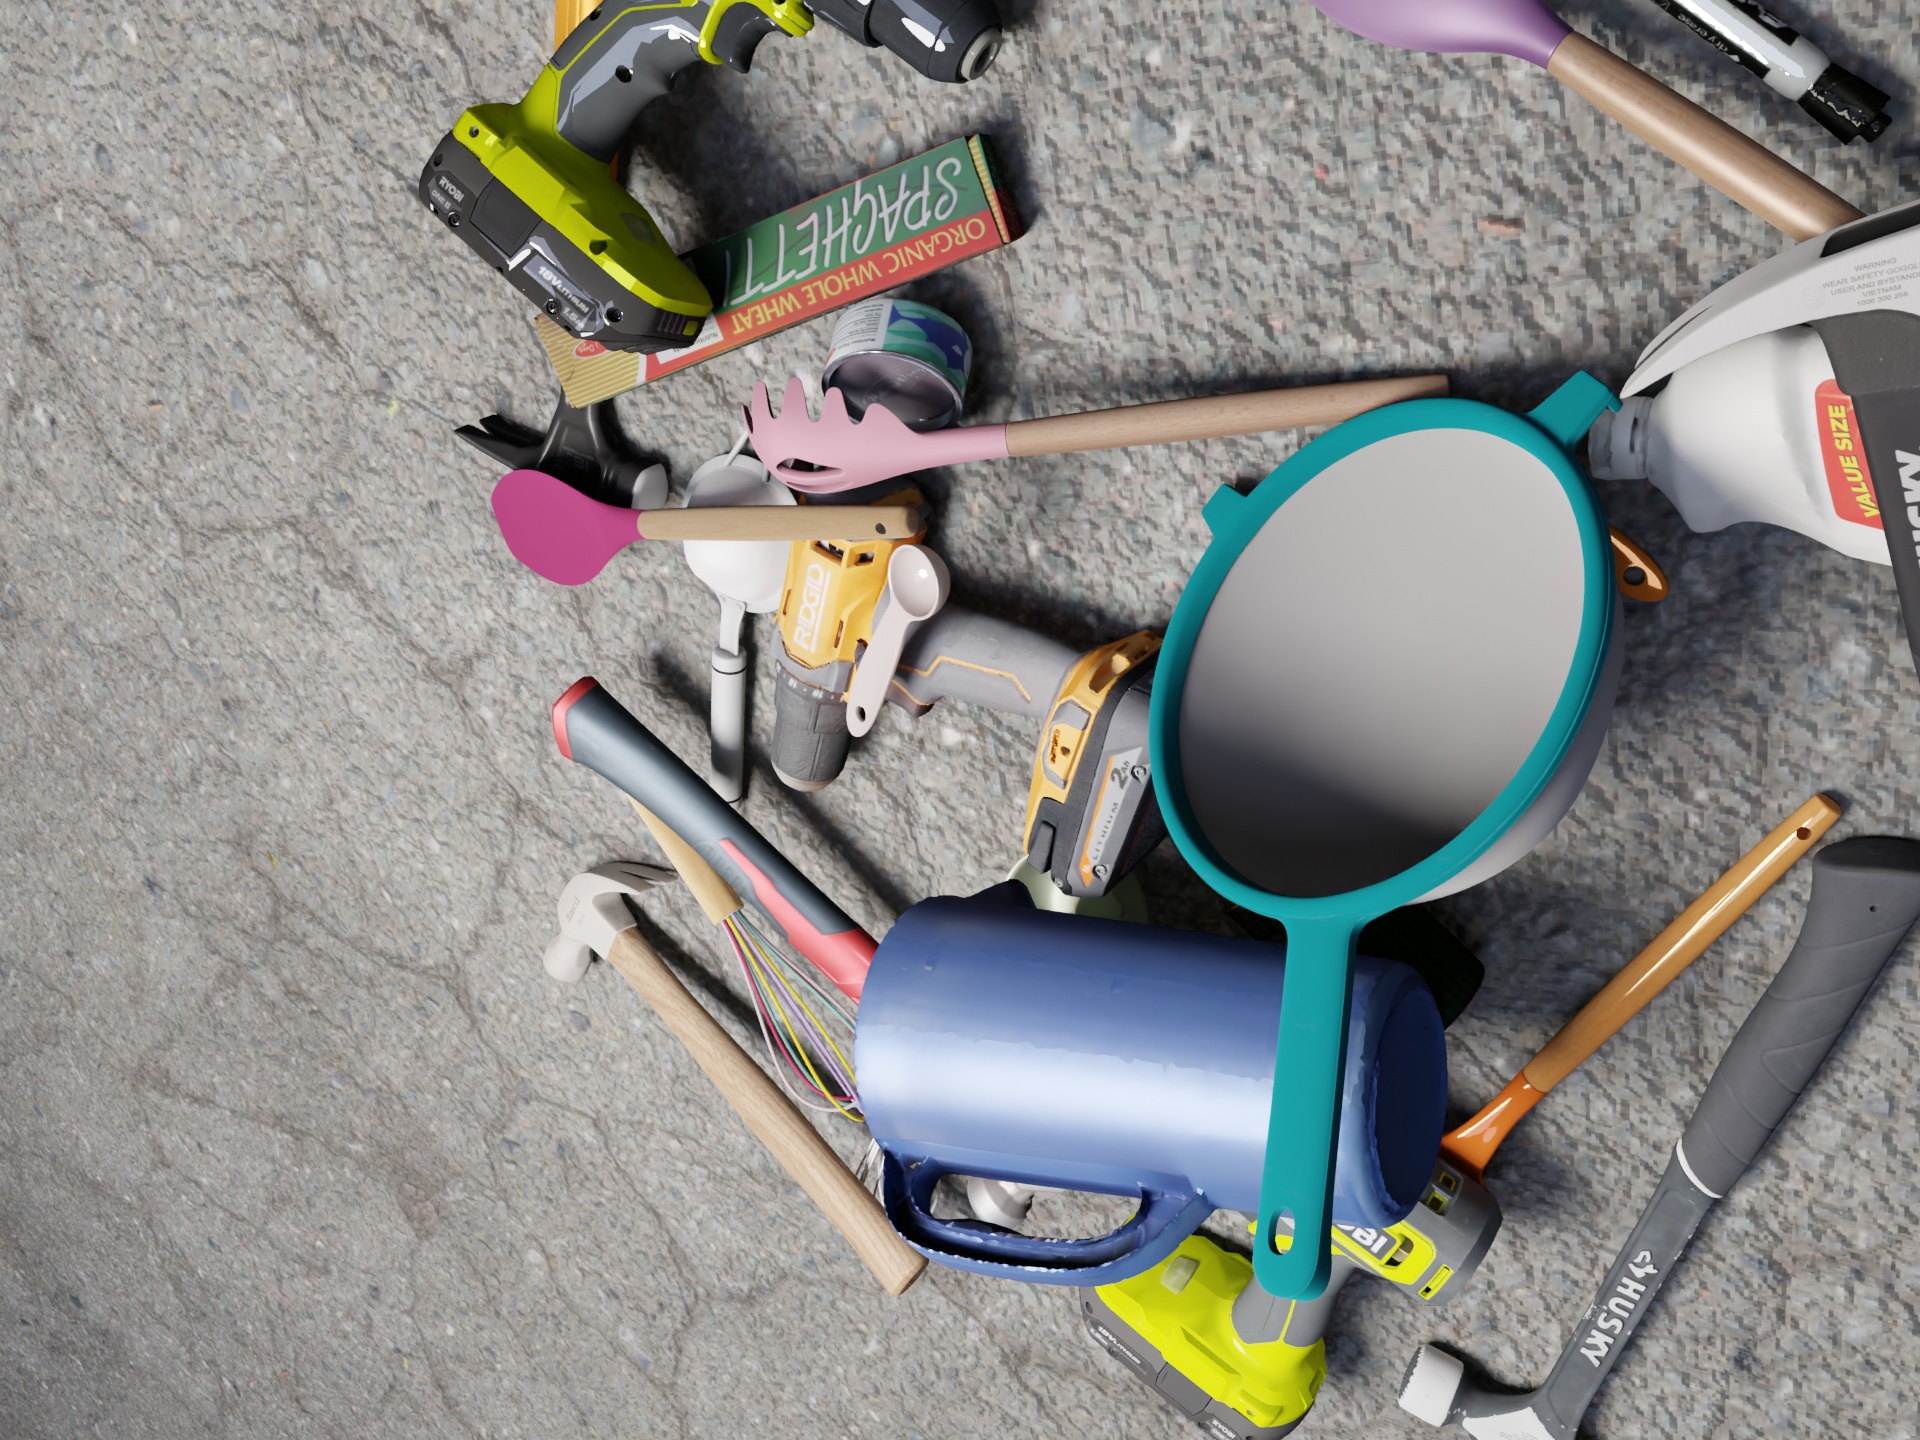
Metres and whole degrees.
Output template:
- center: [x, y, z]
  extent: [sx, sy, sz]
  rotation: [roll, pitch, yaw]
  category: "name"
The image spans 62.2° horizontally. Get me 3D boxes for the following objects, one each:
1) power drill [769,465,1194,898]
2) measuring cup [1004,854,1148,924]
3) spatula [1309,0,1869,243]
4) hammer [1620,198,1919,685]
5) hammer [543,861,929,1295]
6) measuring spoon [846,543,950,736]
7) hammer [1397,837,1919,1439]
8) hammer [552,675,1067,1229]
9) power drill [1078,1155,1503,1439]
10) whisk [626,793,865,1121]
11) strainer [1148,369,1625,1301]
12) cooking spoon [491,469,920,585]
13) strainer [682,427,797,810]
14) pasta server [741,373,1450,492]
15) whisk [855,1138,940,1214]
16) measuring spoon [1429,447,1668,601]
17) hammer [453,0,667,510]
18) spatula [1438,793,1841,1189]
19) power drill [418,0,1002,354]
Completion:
- center: [-0.001, -0.003, 0.790]
  extent: [0.226, 0.084, 0.185]
  rotation: [31, 126, 20]
  category: "power drill"
- center: [0.074, 0.143, 0.817]
  extent: [0.083, 0.038, 0.167]
  rotation: [-19, 86, 38]
  category: "measuring cup"
- center: [0.226, -0.215, 0.548]
  extent: [0.316, 0.018, 0.059]
  rotation: [44, 129, 19]
  category: "spatula"
- center: [0.337, -0.012, 0.543]
  extent: [0.146, 0.035, 0.334]
  rotation: [-4, 124, 42]
  category: "hammer"
- center: [-0.138, 0.215, 0.979]
  extent: [0.331, 0.031, 0.130]
  rotation: [44, 129, 20]
  category: "hammer"
- center: [-0.030, -0.035, 0.742]
  extent: [0.034, 0.018, 0.124]
  rotation: [51, 140, 23]
  category: "measuring spoon"
- center: [0.335, 0.221, 0.726]
  extent: [0.149, 0.036, 0.408]
  rotation: [24, 124, 18]
  category: "hammer"
- center: [-0.066, 0.107, 0.871]
  extent: [0.386, 0.038, 0.143]
  rotation: [44, 115, 0]
  category: "hammer"
- center: [0.151, 0.265, 0.821]
  extent: [0.171, 0.080, 0.223]
  rotation: [34, 132, 17]
  category: "power drill"
- center: [-0.125, 0.133, 0.944]
  extent: [0.245, 0.047, 0.051]
  rotation: [54, 129, 8]
  category: "whisk"
- center: [0.169, 0.047, 0.609]
  extent: [0.095, 0.340, 0.211]
  rotation: [22, 160, -34]
  category: "strainer"
- center: [-0.141, -0.099, 0.805]
  extent: [0.319, 0.017, 0.068]
  rotation: [6, 121, 41]
  category: "cooking spoon"
- center: [-0.127, -0.040, 0.873]
  extent: [0.087, 0.050, 0.258]
  rotation: [26, 128, 25]
  category: "strainer"
- center: [0.048, -0.132, 0.694]
  extent: [0.316, 0.040, 0.060]
  rotation: [-3, 155, 19]
  category: "pasta server"
- center: [-0.030, 0.217, 0.942]
  extent: [0.057, 0.059, 0.246]
  rotation: [2, 117, -12]
  category: "whisk"
- center: [0.235, -0.084, 0.643]
  extent: [0.117, 0.011, 0.021]
  rotation: [39, 128, 9]
  category: "measuring spoon"
- center: [-0.193, -0.271, 0.796]
  extent: [0.127, 0.034, 0.336]
  rotation: [24, 124, 18]
  category: "hammer"
- center: [0.280, 0.145, 0.729]
  extent: [0.081, 0.041, 0.322]
  rotation: [39, 124, 11]
  category: "spatula"
- center: [-0.109, -0.273, 0.682]
  extent: [0.190, 0.080, 0.228]
  rotation: [42, 108, 6]
  category: "power drill"
